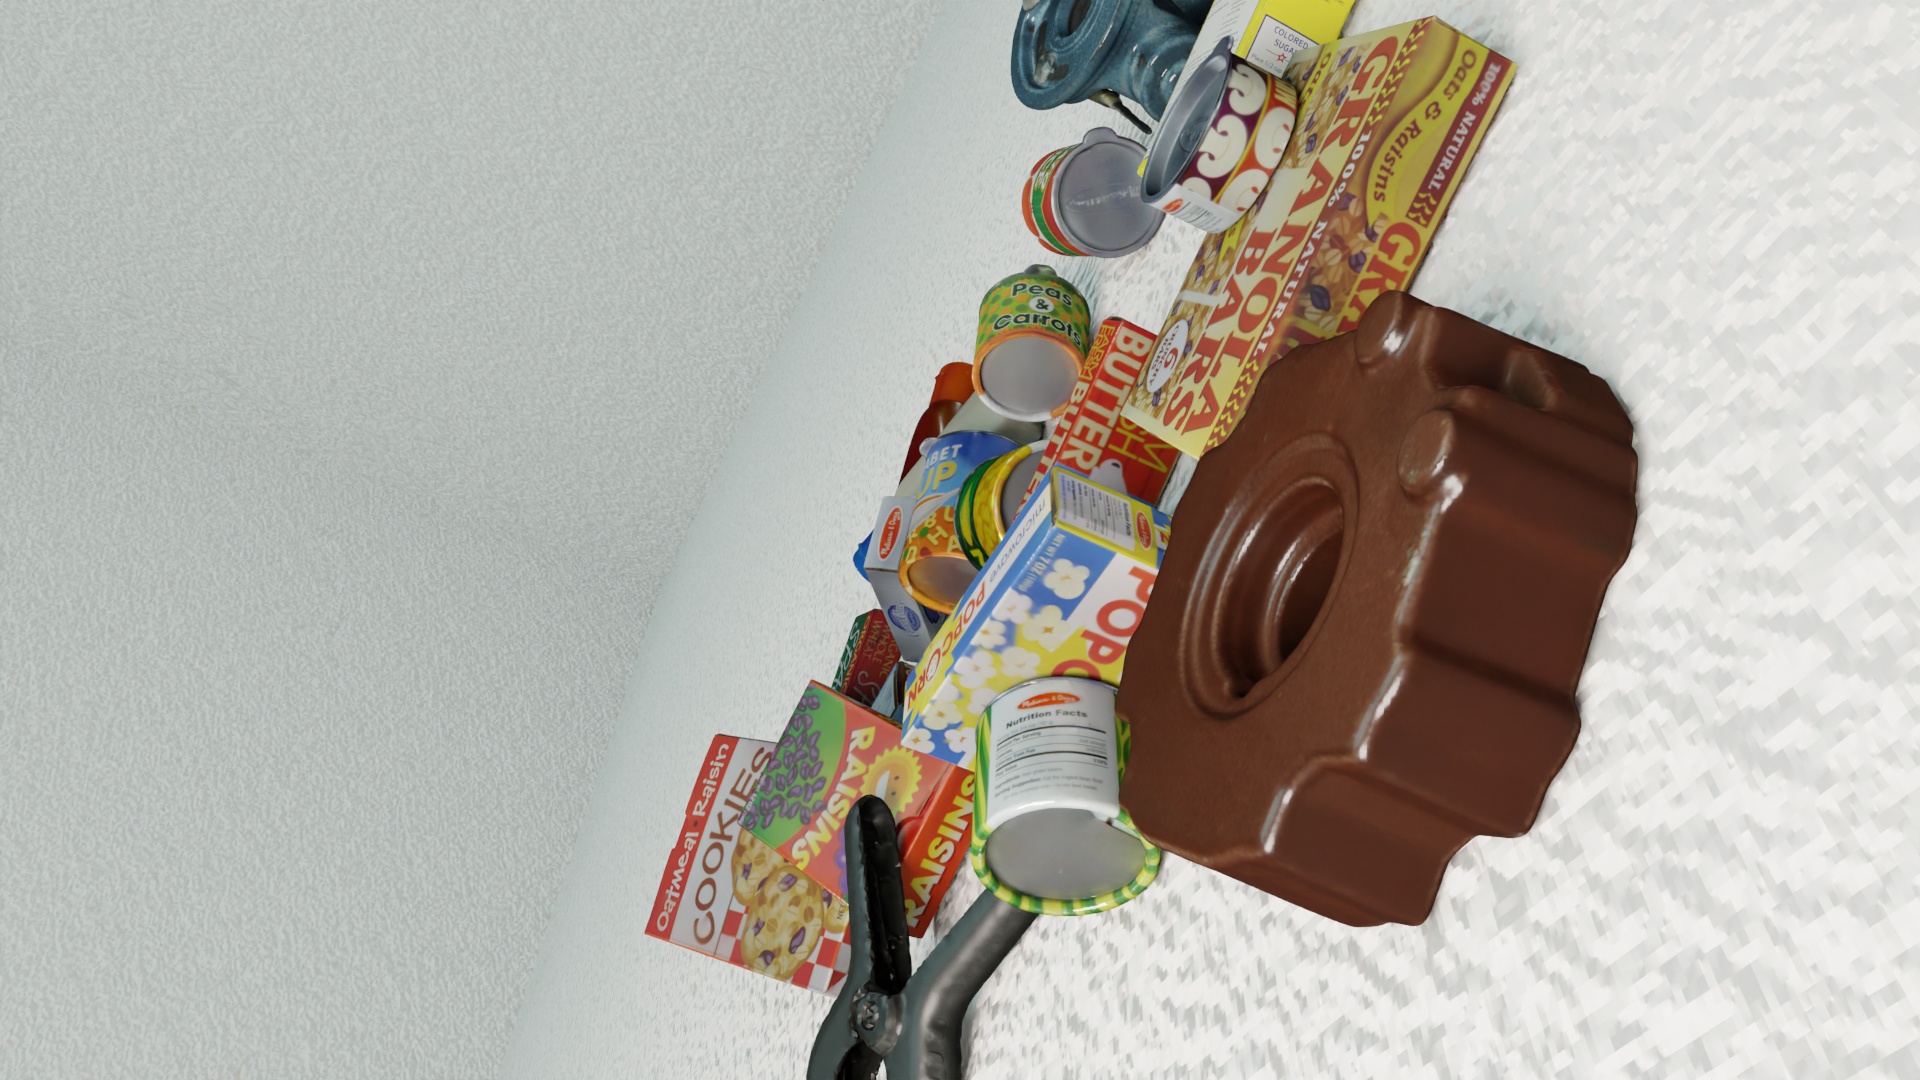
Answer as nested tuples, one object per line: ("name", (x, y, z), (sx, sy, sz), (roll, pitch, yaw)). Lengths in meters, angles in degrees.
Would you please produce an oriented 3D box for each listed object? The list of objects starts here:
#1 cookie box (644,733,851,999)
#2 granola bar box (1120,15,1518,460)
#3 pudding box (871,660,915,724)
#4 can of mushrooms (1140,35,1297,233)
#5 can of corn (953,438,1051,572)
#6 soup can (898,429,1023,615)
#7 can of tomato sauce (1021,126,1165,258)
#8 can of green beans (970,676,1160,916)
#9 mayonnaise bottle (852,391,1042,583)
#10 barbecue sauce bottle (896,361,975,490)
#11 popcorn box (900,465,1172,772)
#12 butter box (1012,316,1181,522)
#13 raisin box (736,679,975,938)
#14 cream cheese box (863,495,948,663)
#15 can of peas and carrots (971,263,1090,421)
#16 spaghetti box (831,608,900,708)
("cookie box", (-0.097, 0.176, 0.769), (0.167, 0.040, 0.123), (-1, 64, 45))
("granola bar box", (0.128, -0.106, 0.527), (0.165, 0.039, 0.124), (-65, 13, 8))
("pudding box", (-0.041, 0.119, 0.818), (0.083, 0.030, 0.050), (-62, 16, 22))
("can of mushrooms", (0.103, -0.160, 0.550), (0.070, 0.033, 0.071), (-60, 14, 26))
("can of corn", (0.036, -0.010, 0.661), (0.071, 0.071, 0.058), (-70, 15, -11))
("soup can", (0.003, -0.010, 0.770), (0.071, 0.071, 0.084), (-48, 24, 53))
("can of tomato sauce", (0.074, -0.199, 0.803), (0.071, 0.071, 0.083), (-66, 14, 6))
("can of green beans", (0.037, 0.092, 0.498), (0.071, 0.071, 0.058), (-57, 18, 36))
("mayonnaise bottle", (-0.010, -0.032, 0.858), (0.147, 0.041, 0.065), (-50, 25, 20))
("barbecue sauce bottle", (-0.013, -0.057, 0.959), (0.064, 0.043, 0.149), (-35, 33, 49))
("popcorn box", (0.042, 0.041, 0.521), (0.126, 0.085, 0.038), (-57, 19, 35))
("butter box", (0.069, -0.042, 0.616), (0.103, 0.053, 0.024), (-66, 16, 5))
("raisin box", (-0.048, 0.130, 0.691), (0.123, 0.040, 0.086), (20, 79, 48))
("cream cheese box", (-0.029, 0.025, 0.822), (0.103, 0.024, 0.053), (72, -154, -52))
("can of peas and carrots", (0.041, -0.112, 0.794), (0.070, 0.071, 0.059), (-54, 20, 42))
("spaghetti box", (-0.090, 0.164, 0.928), (0.050, 0.029, 0.251), (-29, 41, 67))
